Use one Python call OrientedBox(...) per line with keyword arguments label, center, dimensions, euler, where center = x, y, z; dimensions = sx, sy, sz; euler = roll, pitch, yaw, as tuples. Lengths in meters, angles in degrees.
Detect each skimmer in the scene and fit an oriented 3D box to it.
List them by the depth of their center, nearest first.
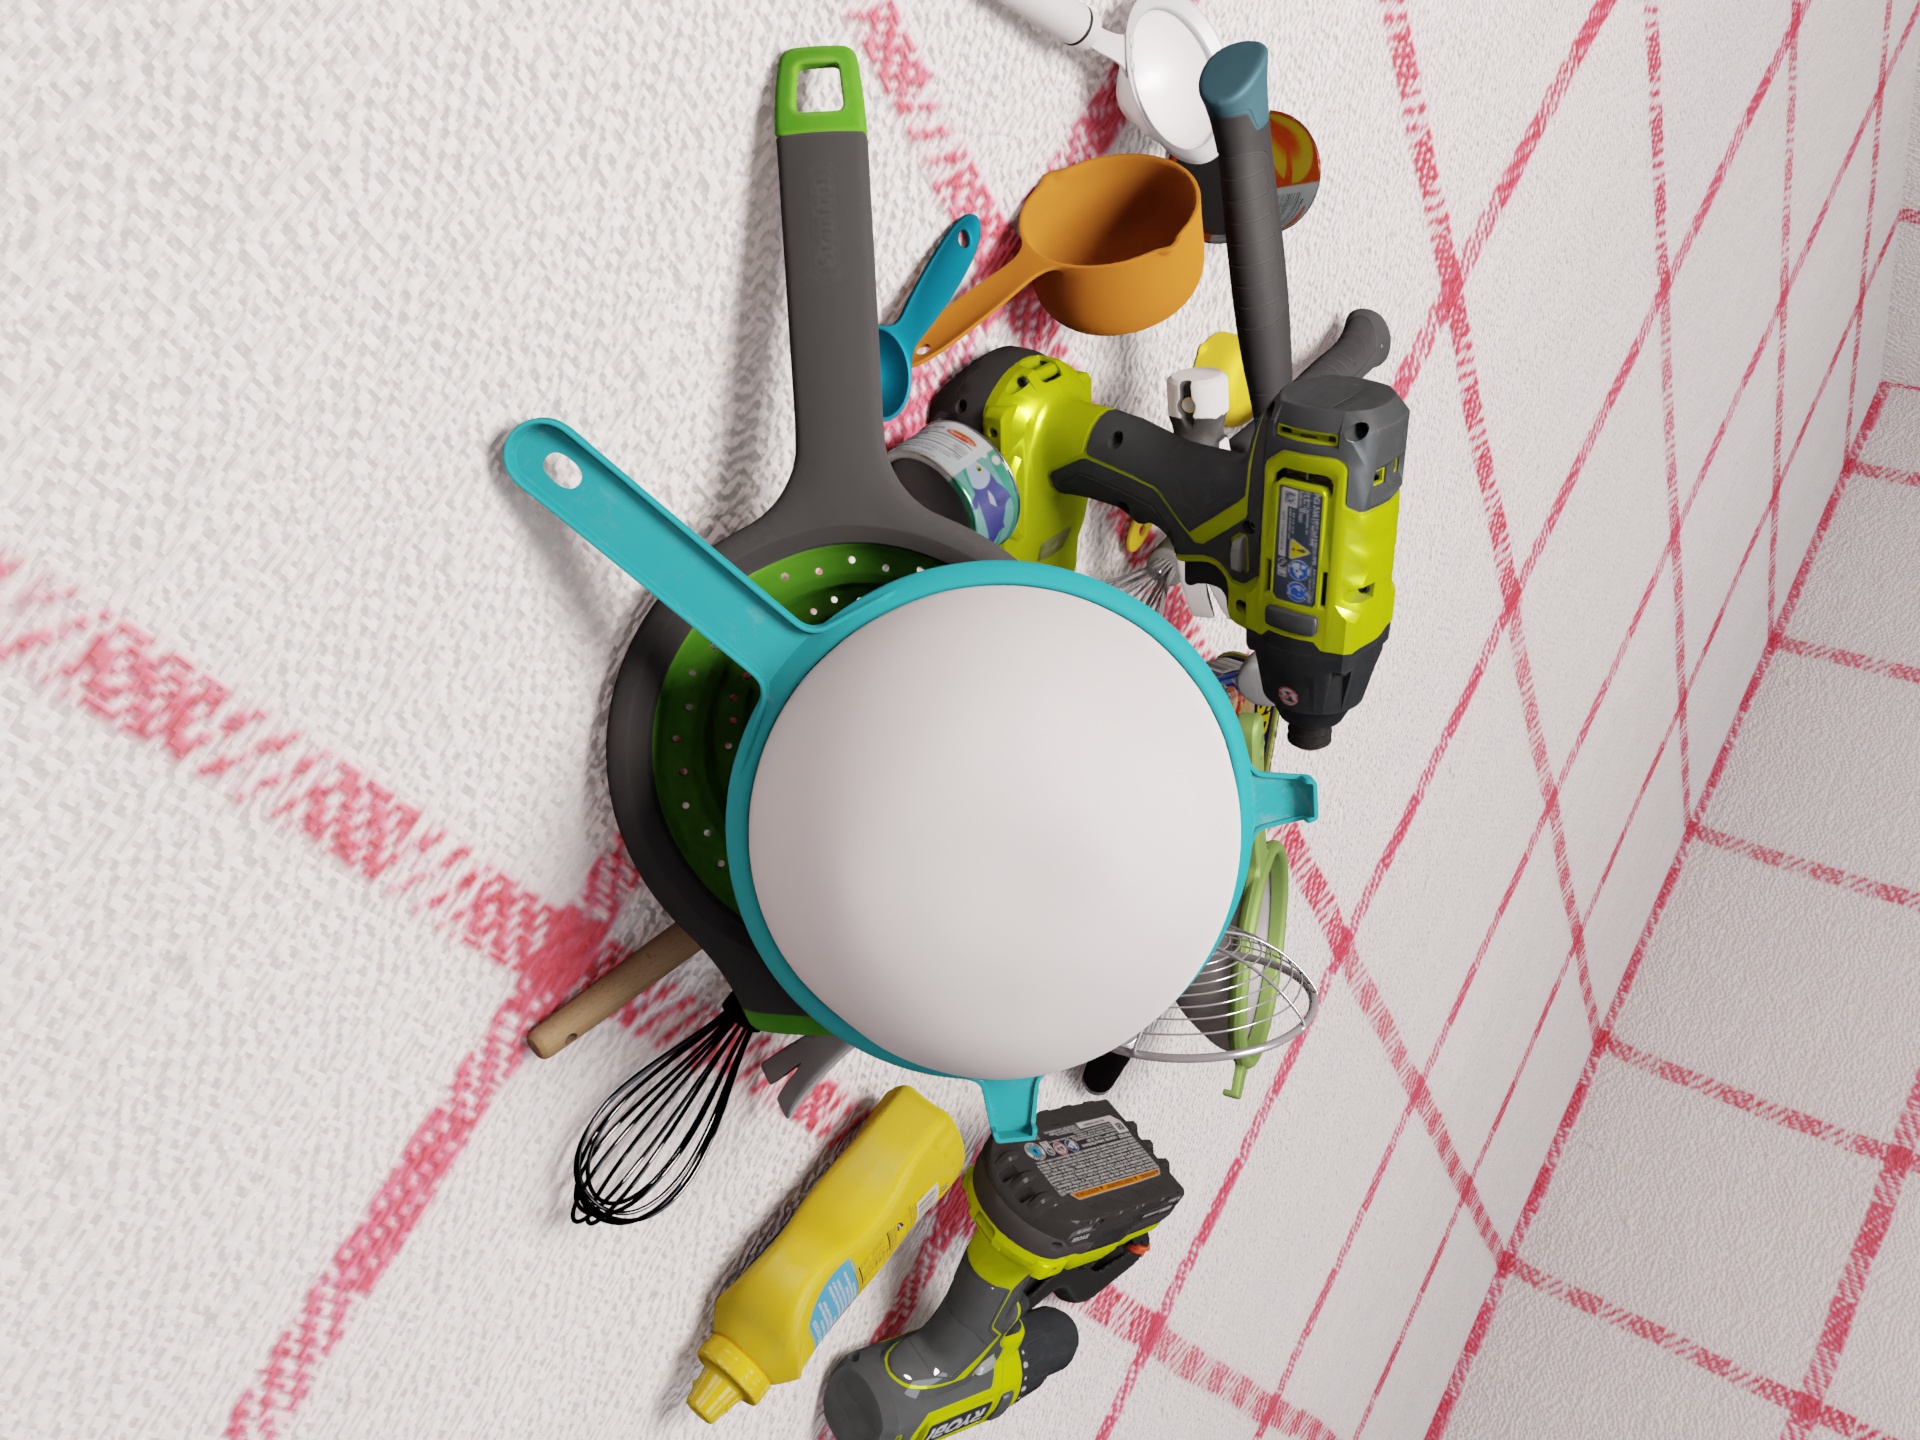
OrientedBox(label="skimmer", center=(0.111, 0.199, 0.936), dimensions=(0.363, 0.127, 0.090), euler=(98, -18, -64))

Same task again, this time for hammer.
OrientedBox(label="hammer", center=(0.161, -0.175, 0.825), dimensions=(0.128, 0.033, 0.330), euler=(-52, 139, -41))
OrientedBox(label="hammer", center=(0.038, 0.163, 0.932), dimensions=(0.149, 0.036, 0.408), euler=(-36, 160, 19))
OrientedBox(label="hammer", center=(0.203, -0.182, 0.971), dimensions=(0.335, 0.035, 0.146), euler=(-43, 133, -49))

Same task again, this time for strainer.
OrientedBox(label="strainer", center=(-0.029, 0.009, 0.576), dimensions=(0.340, 0.095, 0.211), euler=(40, 94, -13))
OrientedBox(label="strainer", center=(0.060, -0.325, 0.750), dimensions=(0.258, 0.050, 0.087), euler=(4, 83, -50))
OrientedBox(label="strainer", center=(0.165, 0.105, 1.024), dimensions=(0.151, 0.069, 0.256), euler=(-56, 145, -52))

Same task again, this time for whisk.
OrientedBox(label="whisk", center=(-0.103, 0.137, 0.750), dimensions=(0.239, 0.055, 0.055), euler=(-53, 143, -31))
OrientedBox(label="whisk", center=(0.117, -0.085, 0.929), dimensions=(0.246, 0.058, 0.059), euler=(-45, 143, -48))

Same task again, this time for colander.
OrientedBox(label="colander", center=(-0.046, -0.071, 0.679), dimensions=(0.094, 0.204, 0.397), euler=(-82, 169, -84))

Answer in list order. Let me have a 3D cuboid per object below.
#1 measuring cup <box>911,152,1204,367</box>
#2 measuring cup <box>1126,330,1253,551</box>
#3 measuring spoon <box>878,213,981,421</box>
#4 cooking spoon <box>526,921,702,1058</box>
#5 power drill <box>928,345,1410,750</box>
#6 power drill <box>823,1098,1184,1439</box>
OrientedBox(label="measuring cup", center=(0.043, -0.204, 0.767), dimensions=(0.173, 0.095, 0.052), euler=(-38, 143, -12))
OrientedBox(label="measuring cup", center=(0.144, -0.165, 0.957), dimensions=(0.156, 0.029, 0.062), euler=(-62, 146, -15))
OrientedBox(label="measuring spoon", center=(-0.025, -0.187, 0.726), dimensions=(0.042, 0.021, 0.129), euler=(54, 53, -39))
OrientedBox(label="cooking spoon", center=(-0.070, 0.060, 0.754), dimensions=(0.319, 0.017, 0.068), euler=(-36, 145, -33))
OrientedBox(label="power drill", center=(0.096, -0.086, 0.754), dimensions=(0.080, 0.223, 0.171), euler=(-33, 131, -42))
OrientedBox(label="power drill", center=(0.037, 0.341, 0.962), dimensions=(0.190, 0.080, 0.228), euler=(2, 125, -45))
